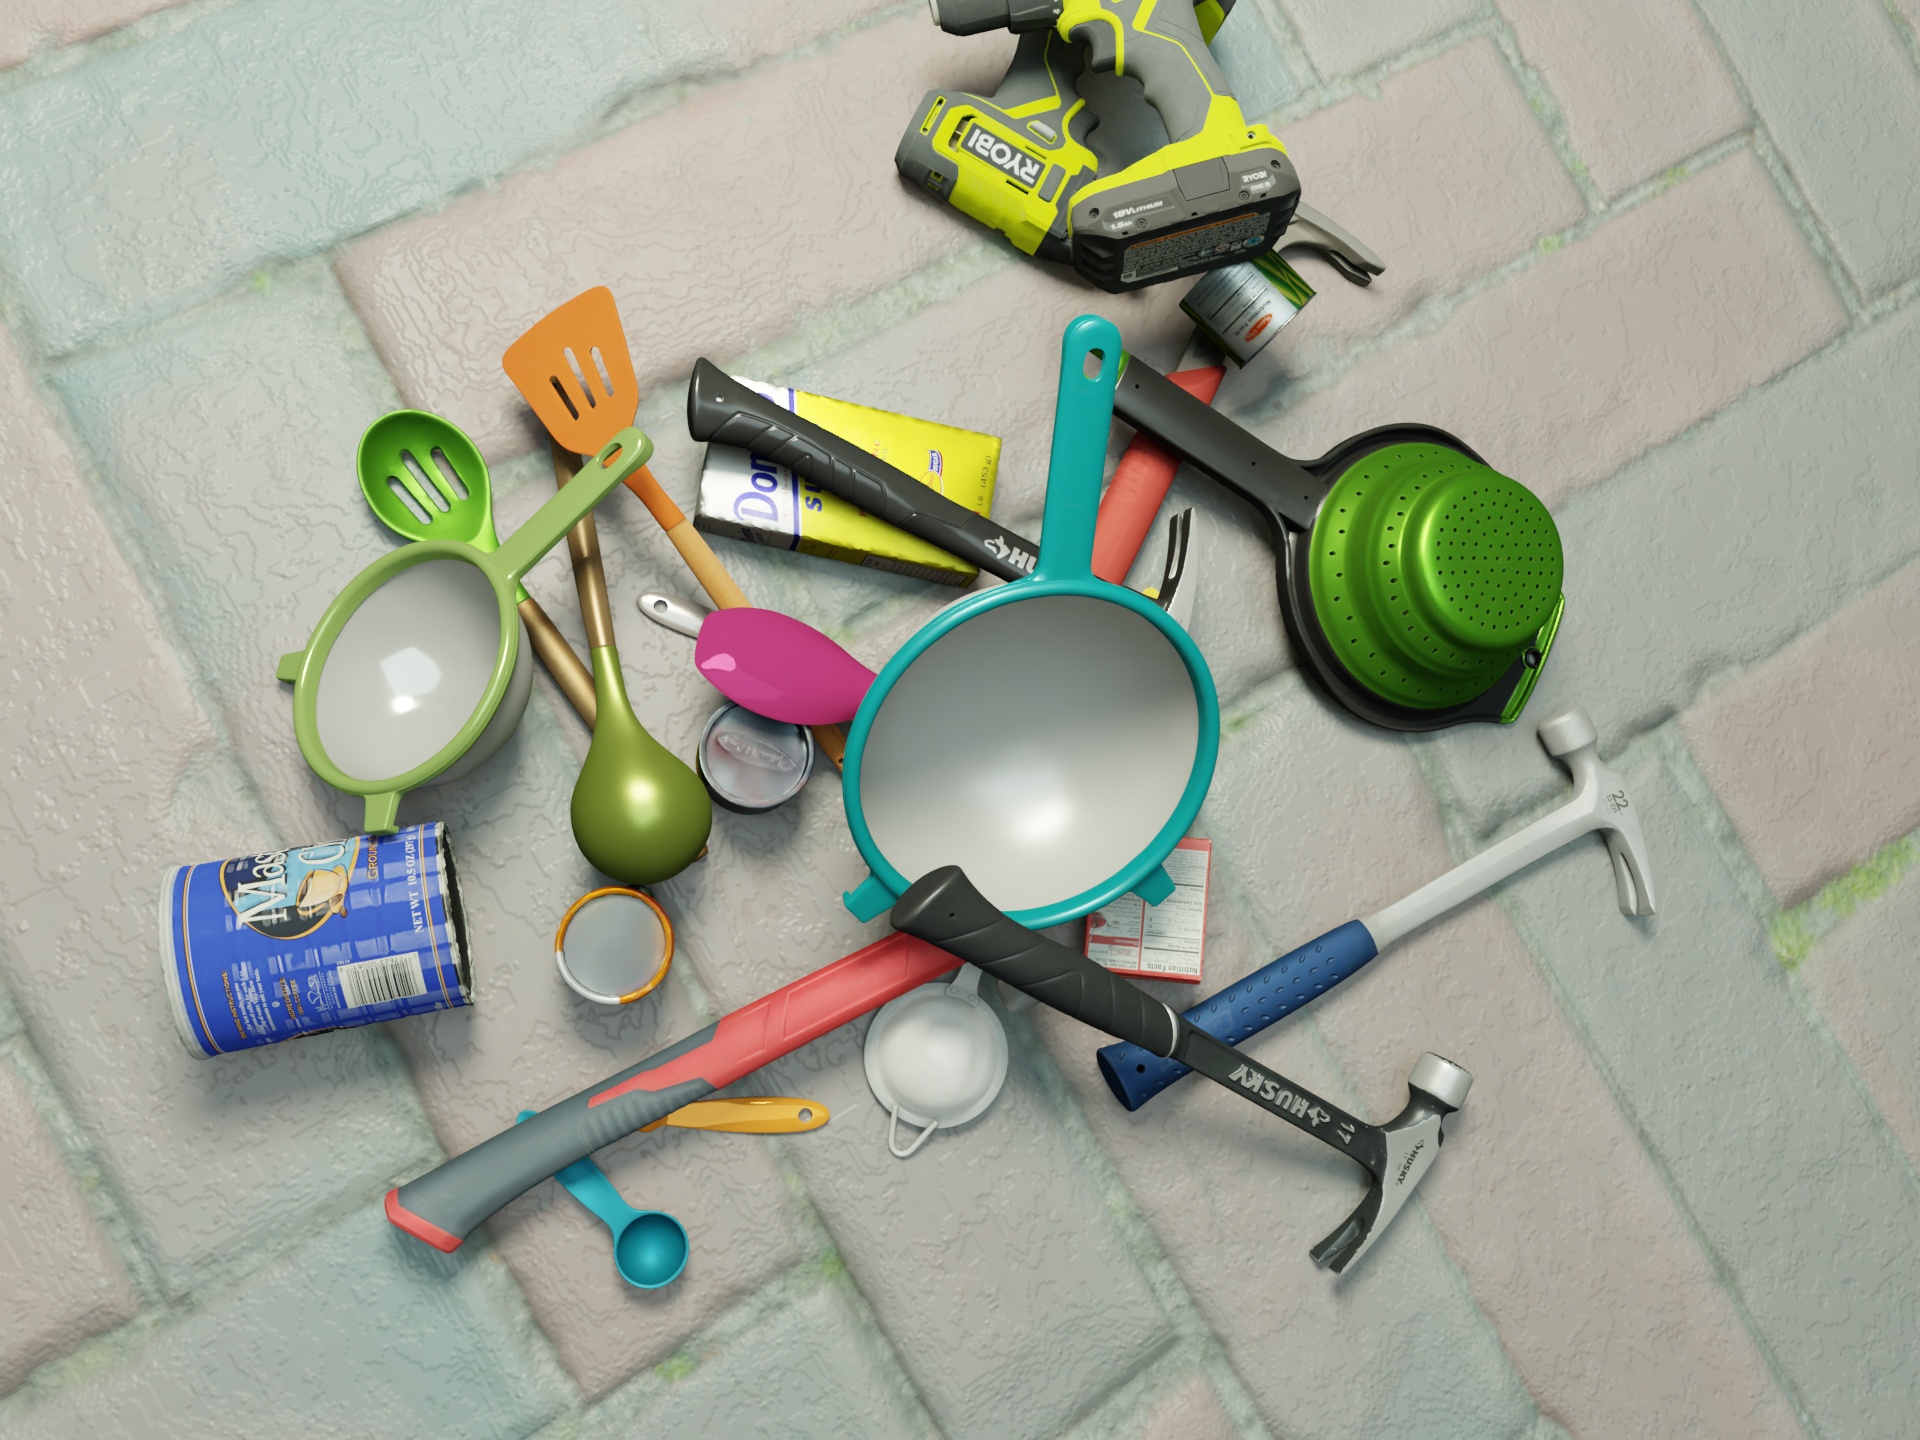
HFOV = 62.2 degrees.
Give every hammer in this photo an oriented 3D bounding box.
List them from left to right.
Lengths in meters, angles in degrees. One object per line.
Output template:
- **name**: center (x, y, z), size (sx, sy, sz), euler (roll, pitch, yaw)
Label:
- **hammer**: center (-0.143, 0.176, 0.903), size (0.386, 0.038, 0.143), euler (-26, 68, -10)
- **hammer**: center (-0.010, -0.123, 0.945), size (0.334, 0.035, 0.146), euler (27, 80, -12)
- **hammer**: center (0.128, 0.191, 0.917), size (0.408, 0.036, 0.149), euler (31, 84, -25)
- **hammer**: center (0.146, -0.191, 1.037), size (0.149, 0.036, 0.359), euler (28, 77, -7)
- **hammer**: center (0.272, 0.139, 1.018), size (0.405, 0.035, 0.144), euler (-26, 88, -15)

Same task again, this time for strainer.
- **strainer**: center (-0.254, -0.057, 0.886), size (0.256, 0.069, 0.152), euler (-44, 58, 1)
- **strainer**: center (0.010, 0.138, 0.959), size (0.087, 0.050, 0.258), euler (22, 75, -4)
- **strainer**: center (0.036, -0.052, 0.857), size (0.211, 0.095, 0.340), euler (-1, 114, -17)

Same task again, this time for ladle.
- **ladle**: center (-0.208, -0.060, 0.922), size (0.078, 0.062, 0.320), euler (-15, 71, -1)

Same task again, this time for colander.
- **colander**: center (0.244, -0.135, 0.993), size (0.397, 0.094, 0.204), euler (30, 78, -15)

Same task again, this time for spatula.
- **spatula**: center (-0.150, -0.098, 0.935), size (0.081, 0.041, 0.322), euler (-30, 105, 16)

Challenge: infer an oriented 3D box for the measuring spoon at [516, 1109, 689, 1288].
- **measuring spoon**: center (-0.206, 0.270, 0.906), size (0.128, 0.021, 0.042), euler (44, 75, 6)

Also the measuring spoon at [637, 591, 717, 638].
- **measuring spoon**: center (-0.136, -0.053, 0.963), size (0.124, 0.018, 0.034), euler (20, 79, -8)

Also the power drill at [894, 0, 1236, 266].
- **power drill**: center (0.081, -0.411, 1.035), size (0.171, 0.080, 0.223), euler (28, 81, -7)

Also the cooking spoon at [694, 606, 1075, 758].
- **cooking spoon**: center (-0.001, -0.003, 0.943), size (0.318, 0.017, 0.069), euler (17, 60, -16)

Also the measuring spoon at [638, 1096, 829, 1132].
- **measuring spoon**: center (-0.134, 0.230, 0.927), size (0.117, 0.011, 0.021), euler (3, 82, -12)

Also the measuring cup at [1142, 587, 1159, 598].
- **measuring cup**: center (0.120, -0.006, 1.010), size (0.062, 0.029, 0.156), euler (2, 79, -12)

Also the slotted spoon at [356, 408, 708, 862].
- **slotted spoon**: center (-0.245, -0.046, 0.934), size (0.070, 0.031, 0.314), euler (-36, 93, -15)

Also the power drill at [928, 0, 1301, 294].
- **power drill**: center (0.094, -0.380, 0.949), size (0.190, 0.080, 0.229), euler (-15, 79, 1)
